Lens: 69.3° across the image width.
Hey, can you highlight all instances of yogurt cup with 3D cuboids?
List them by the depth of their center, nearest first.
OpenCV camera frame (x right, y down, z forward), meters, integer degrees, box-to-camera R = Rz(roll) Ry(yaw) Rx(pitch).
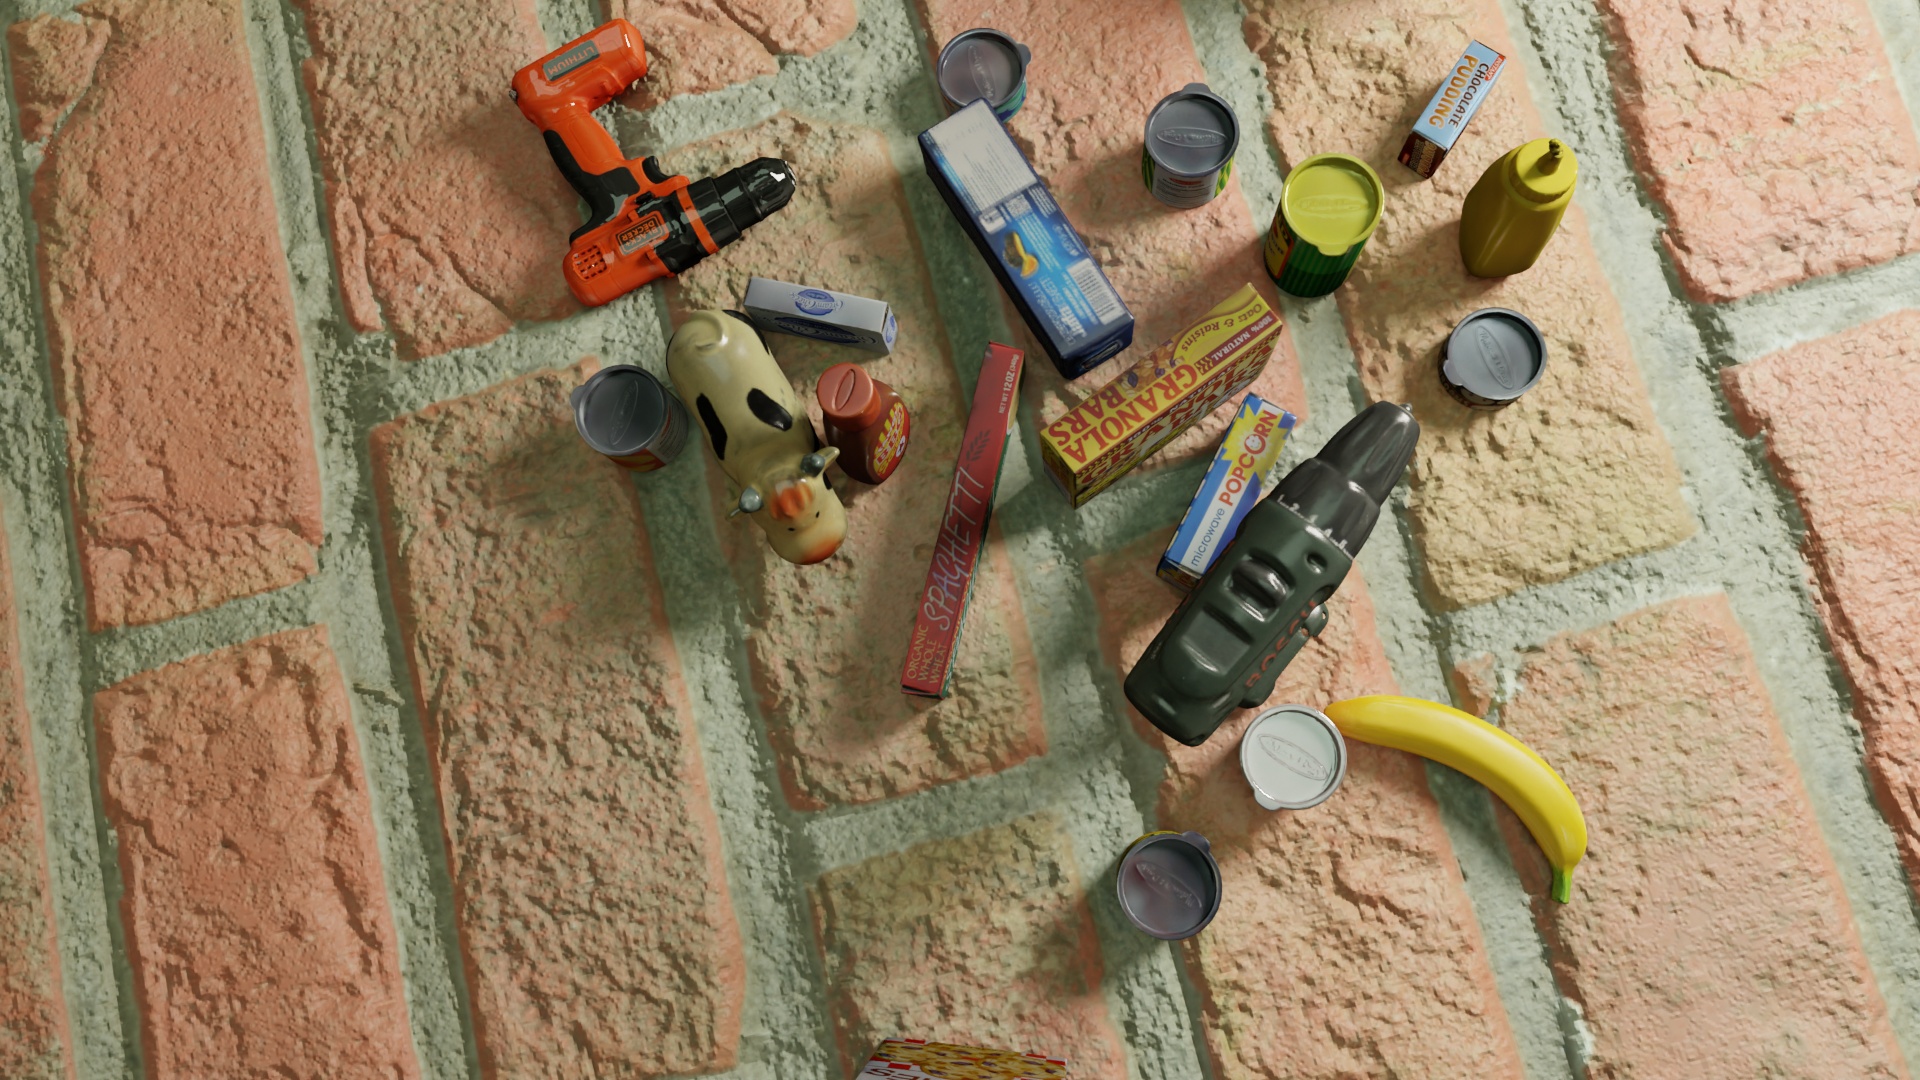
[{"bbox_3d":[0.216,0.143,0.917,0.072,0.054,0.072,-1,80,5],"label":"yogurt cup"}]

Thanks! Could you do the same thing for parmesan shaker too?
[{"bbox_3d":[0.246,-0.210,0.951,0.071,0.103,0.071,-1,80,5],"label":"parmesan shaker"}]

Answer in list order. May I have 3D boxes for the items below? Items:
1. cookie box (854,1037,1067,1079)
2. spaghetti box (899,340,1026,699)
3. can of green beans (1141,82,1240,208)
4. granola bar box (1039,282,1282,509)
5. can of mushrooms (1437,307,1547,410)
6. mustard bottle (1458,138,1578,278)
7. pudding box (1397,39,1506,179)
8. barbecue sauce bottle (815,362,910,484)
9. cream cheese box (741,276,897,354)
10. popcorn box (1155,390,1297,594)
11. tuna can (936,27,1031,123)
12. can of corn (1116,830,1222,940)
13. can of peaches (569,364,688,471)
[{"bbox_3d":[0.001,0.343,0.842,0.123,0.167,0.040,5,81,6],"label":"cookie box"},{"bbox_3d":[0.003,-0.012,0.964,0.029,0.050,0.250,13,81,7],"label":"spaghetti box"},{"bbox_3d":[0.163,-0.279,0.993,0.071,0.057,0.071,-1,80,5],"label":"can of green beans"},{"bbox_3d":[0.132,-0.092,0.929,0.165,0.124,0.039,-36,80,-2],"label":"granola bar box"},{"bbox_3d":[0.365,-0.124,0.962,0.071,0.033,0.071,-1,80,5],"label":"can of mushrooms"},{"bbox_3d":[0.370,-0.224,0.914,0.049,0.160,0.065,-4,80,4],"label":"mustard bottle"},{"bbox_3d":[0.349,-0.306,0.987,0.030,0.049,0.084,34,85,9],"label":"pudding box"},{"bbox_3d":[-0.066,-0.081,0.932,0.044,0.148,0.065,21,83,8],"label":"barbecue sauce bottle"},{"bbox_3d":[-0.099,-0.161,0.997,0.104,0.053,0.024,12,82,7],"label":"cream cheese box"},{"bbox_3d":[0.177,-0.028,0.934,0.038,0.085,0.127,27,84,9],"label":"popcorn box"},{"bbox_3d":[0.019,-0.343,1.029,0.071,0.033,0.071,-1,80,5],"label":"tuna can"},{"bbox_3d":[0.136,0.221,0.907,0.071,0.058,0.071,-1,80,5],"label":"can of corn"},{"bbox_3d":[-0.236,-0.087,0.993,0.071,0.058,0.071,-1,80,5],"label":"can of peaches"}]
